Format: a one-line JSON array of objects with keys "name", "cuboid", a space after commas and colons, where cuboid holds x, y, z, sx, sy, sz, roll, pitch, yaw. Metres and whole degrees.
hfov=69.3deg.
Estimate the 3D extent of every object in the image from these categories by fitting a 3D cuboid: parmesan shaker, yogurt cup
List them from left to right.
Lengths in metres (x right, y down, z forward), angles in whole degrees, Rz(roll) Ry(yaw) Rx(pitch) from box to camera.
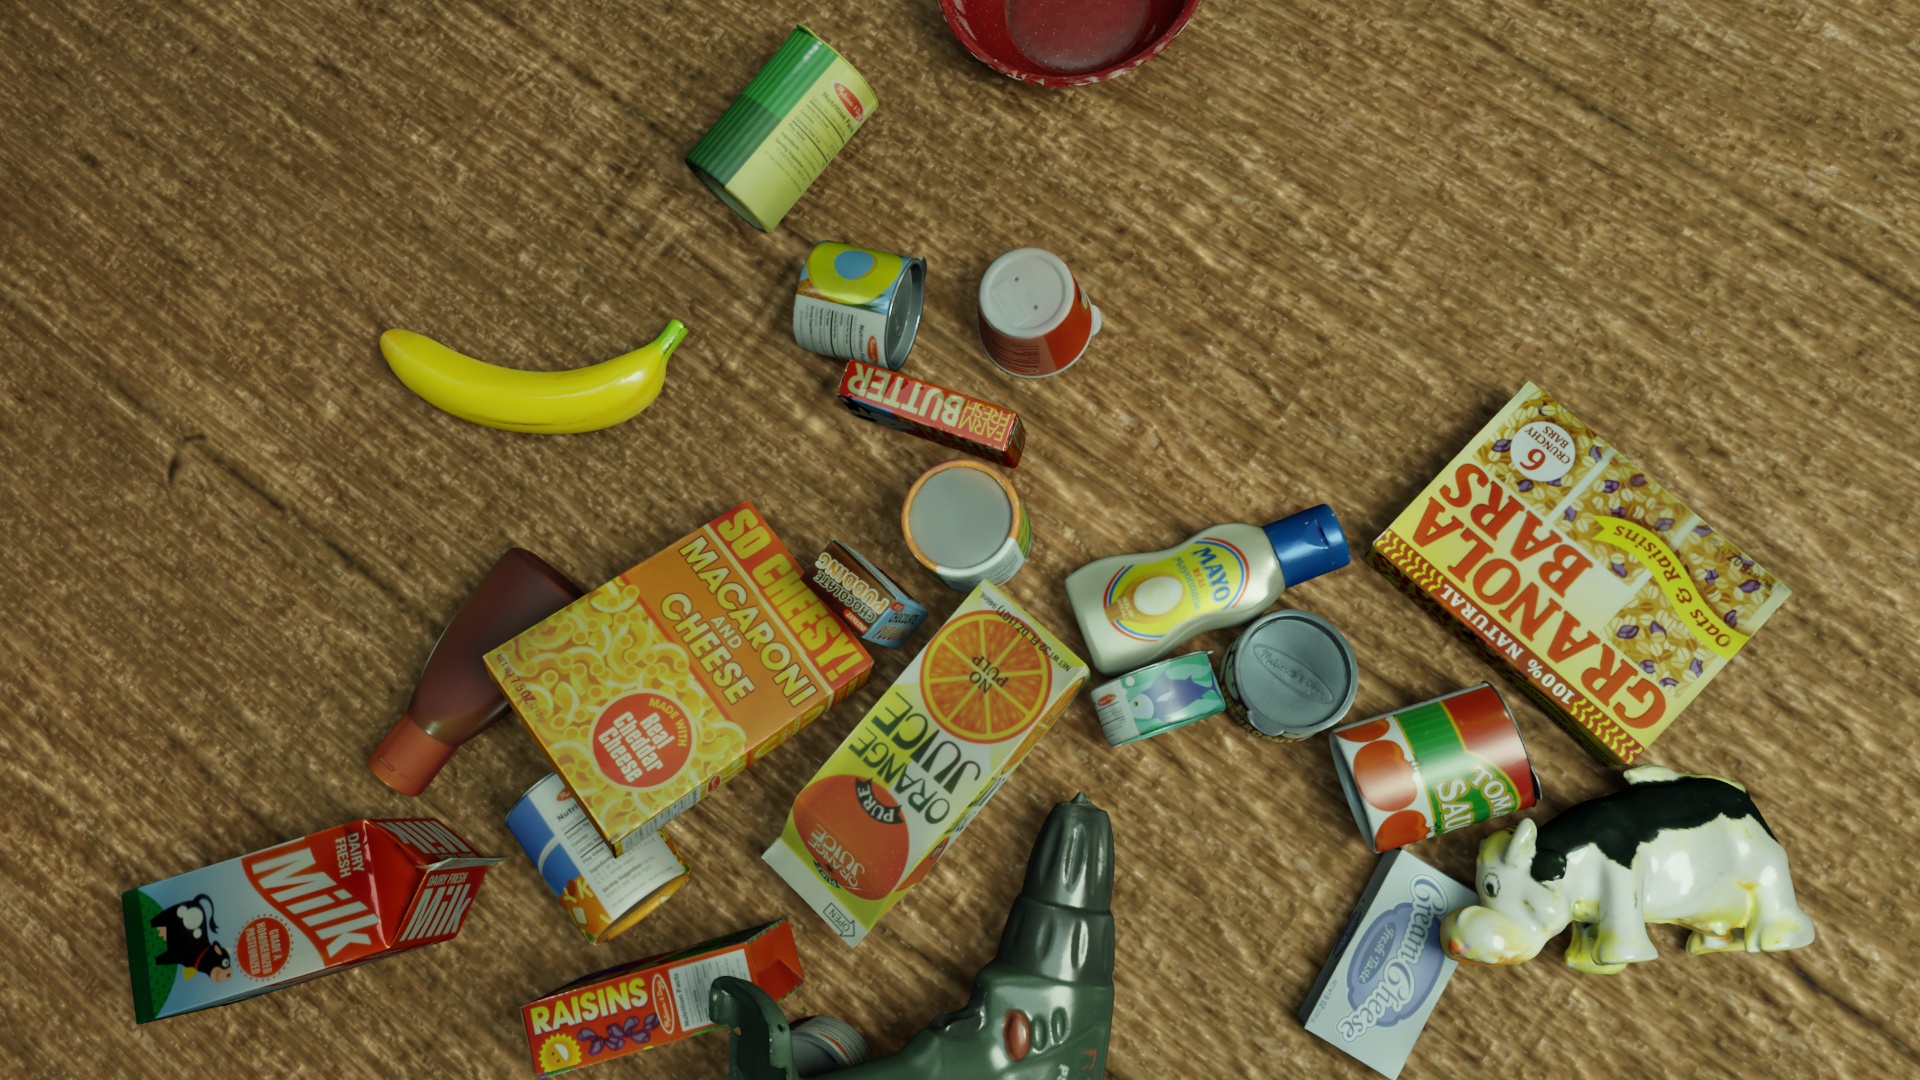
[{"name": "parmesan shaker", "cuboid": [-0.108, -0.245, 0.826, 0.071, 0.071, 0.103, 39, 87, 13]}, {"name": "yogurt cup", "cuboid": [0.040, -0.132, 0.790, 0.072, 0.054, 0.072, -2, 79, 9]}]

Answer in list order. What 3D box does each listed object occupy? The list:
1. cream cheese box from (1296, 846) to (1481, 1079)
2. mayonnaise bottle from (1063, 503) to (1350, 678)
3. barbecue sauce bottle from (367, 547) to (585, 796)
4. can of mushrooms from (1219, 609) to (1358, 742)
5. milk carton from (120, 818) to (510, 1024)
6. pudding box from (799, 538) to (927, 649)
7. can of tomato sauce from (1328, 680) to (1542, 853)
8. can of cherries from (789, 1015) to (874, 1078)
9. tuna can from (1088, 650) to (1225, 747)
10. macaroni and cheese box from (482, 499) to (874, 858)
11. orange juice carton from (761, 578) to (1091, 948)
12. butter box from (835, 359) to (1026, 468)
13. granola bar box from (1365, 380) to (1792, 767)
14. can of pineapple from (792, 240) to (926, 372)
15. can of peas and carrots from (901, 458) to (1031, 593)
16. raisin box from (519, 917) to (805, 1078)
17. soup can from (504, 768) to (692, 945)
[{"name": "cream cheese box", "cuboid": [0.220, 0.214, 0.707, 0.053, 0.024, 0.104, 30, 85, 6]}, {"name": "mayonnaise bottle", "cuboid": [0.134, 0.022, 0.752, 0.148, 0.041, 0.065, -21, 74, 4]}, {"name": "barbecue sauce bottle", "cuboid": [-0.280, 0.079, 0.801, 0.065, 0.043, 0.148, 38, 87, 14]}, {"name": "can of mushrooms", "cuboid": [0.171, 0.074, 0.733, 0.071, 0.033, 0.071, 2, 72, -5]}, {"name": "milk carton", "cuboid": [-0.353, 0.203, 0.771, 0.190, 0.072, 0.073, -17, 77, 5]}, {"name": "pudding box", "cuboid": [-0.051, 0.031, 0.756, 0.050, 0.083, 0.030, 41, 90, 13]}, {"name": "can of tomato sauce", "cuboid": [0.239, 0.117, 0.704, 0.083, 0.071, 0.071, -18, 77, 5]}, {"name": "can of cherries", "cuboid": [-0.082, 0.287, 0.722, 0.071, 0.058, 0.071, -1, 79, 7]}, {"name": "tuna can", "cuboid": [0.106, 0.083, 0.732, 0.071, 0.071, 0.033, -20, 78, 4]}, {"name": "macaroni and cheese box", "cuboid": [-0.151, 0.071, 0.755, 0.167, 0.040, 0.124, -33, 76, -23]}, {"name": "orange juice carton", "cuboid": [-0.019, 0.119, 0.739, 0.072, 0.073, 0.193, 40, 87, 13]}, {"name": "butter box", "cuboid": [-0.015, -0.071, 0.787, 0.103, 0.053, 0.024, 19, 85, 12]}, {"name": "granola bar box", "cuboid": [0.318, 0.017, 0.727, 0.166, 0.039, 0.124, 44, 87, 14]}, {"name": "can of pineapple", "cuboid": [-0.057, -0.137, 0.801, 0.058, 0.071, 0.071, 14, 82, 11]}, {"name": "can of peas and carrots", "cuboid": [0.003, -0.010, 0.769, 0.071, 0.058, 0.071, -2, 79, 8]}, {"name": "raisin box", "cuboid": [-0.153, 0.238, 0.728, 0.123, 0.086, 0.040, -17, 82, 5]}, {"name": "soup can", "cuboid": [-0.198, 0.169, 0.761, 0.071, 0.071, 0.084, -40, 77, -1]}]
